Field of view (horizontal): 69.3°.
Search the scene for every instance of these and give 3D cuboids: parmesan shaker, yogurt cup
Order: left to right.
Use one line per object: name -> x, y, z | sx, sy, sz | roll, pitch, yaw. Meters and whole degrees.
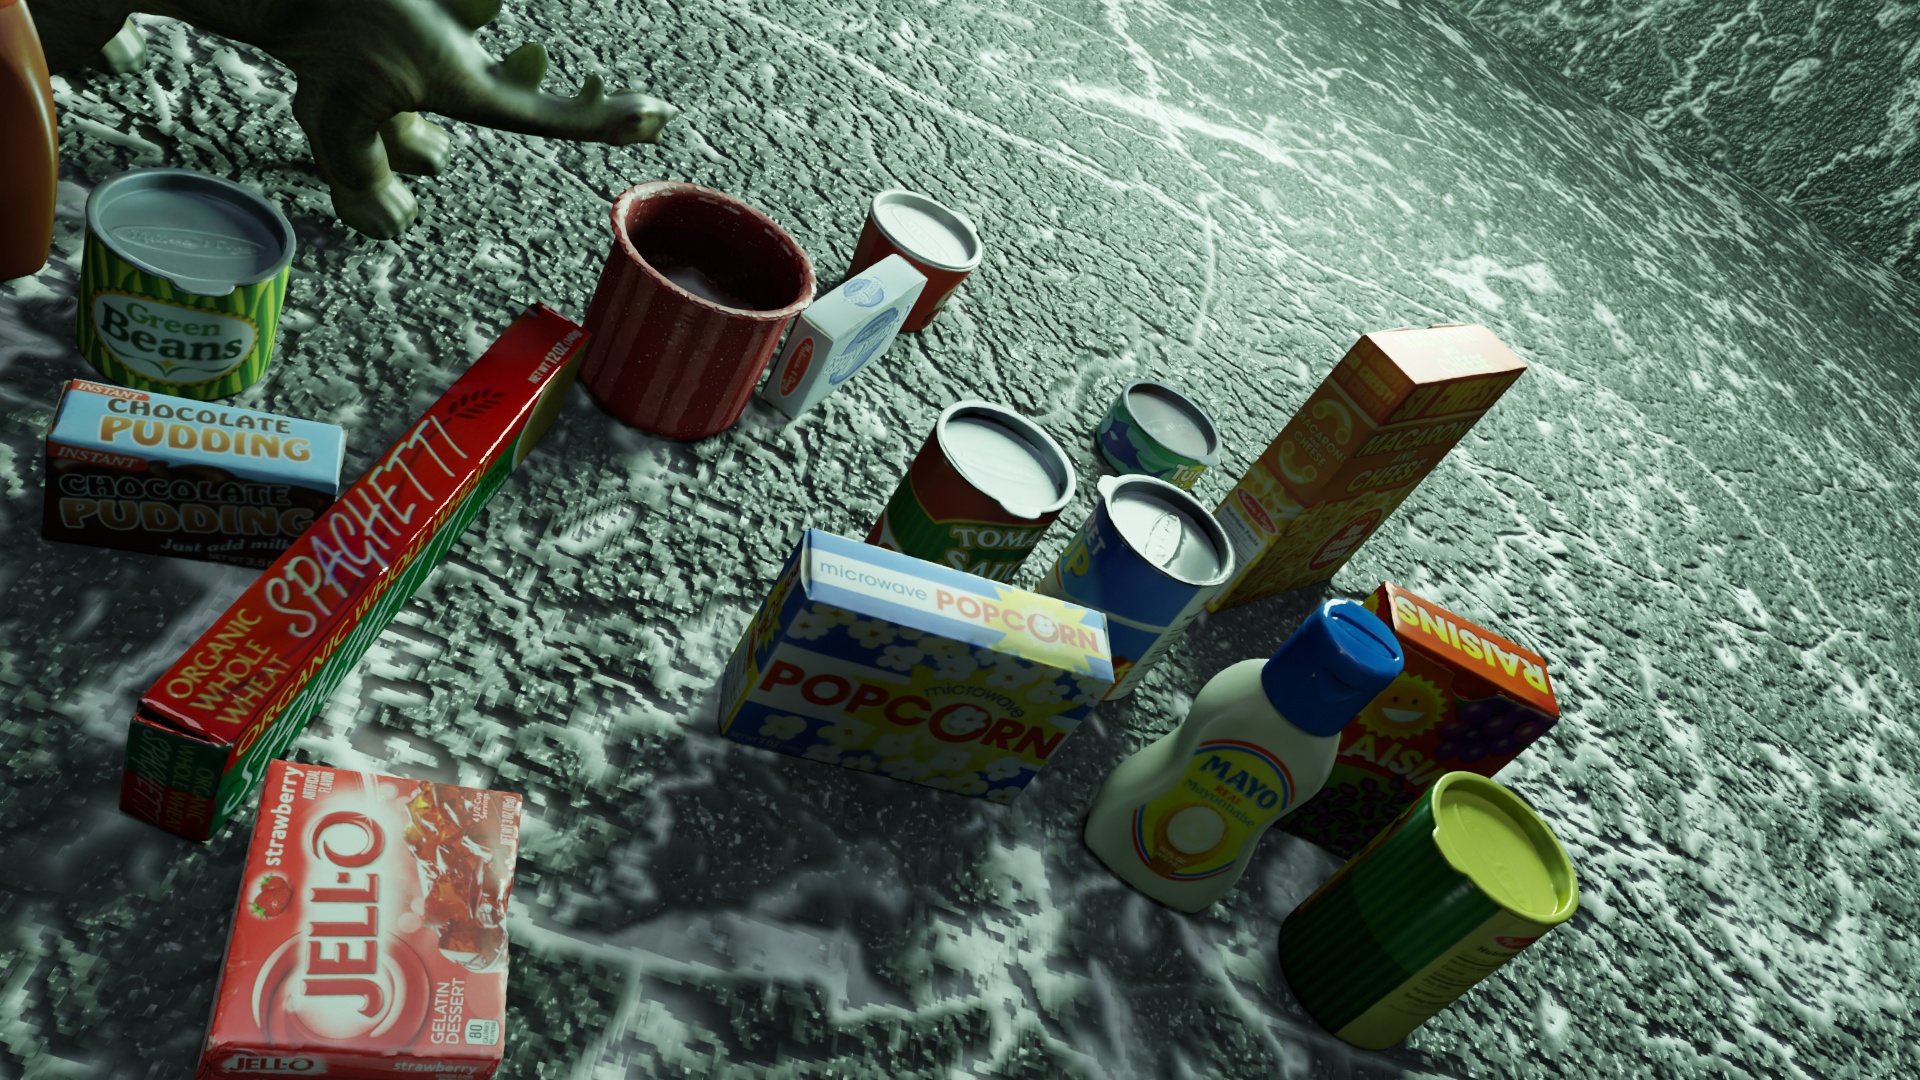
yogurt cup -> -0.029, -0.154, 0.776 | 0.072, 0.053, 0.073 | 21, 38, -17
parmesan shaker -> 0.180, 0.148, 0.550 | 0.071, 0.102, 0.072 | 21, 38, -17

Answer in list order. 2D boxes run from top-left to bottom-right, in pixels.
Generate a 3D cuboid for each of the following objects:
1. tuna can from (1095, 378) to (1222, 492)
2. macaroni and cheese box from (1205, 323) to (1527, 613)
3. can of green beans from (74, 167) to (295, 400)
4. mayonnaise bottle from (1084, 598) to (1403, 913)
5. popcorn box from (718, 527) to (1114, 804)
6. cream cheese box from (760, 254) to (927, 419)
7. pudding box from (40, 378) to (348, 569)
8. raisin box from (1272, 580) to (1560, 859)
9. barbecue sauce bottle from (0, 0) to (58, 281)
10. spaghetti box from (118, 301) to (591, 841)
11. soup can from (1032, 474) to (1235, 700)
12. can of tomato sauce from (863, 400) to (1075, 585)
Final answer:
tuna can -> 0.114, -0.057, 0.791 | 0.071, 0.032, 0.071 | 21, 38, -17
macaroni and cheese box -> 0.200, -0.038, 0.723 | 0.124, 0.165, 0.040 | -12, 56, -44
can of green beans -> -0.285, -0.094, 0.511 | 0.071, 0.057, 0.071 | 21, 38, -17
mayonnaise bottle -> 0.109, 0.082, 0.533 | 0.065, 0.147, 0.041 | 33, 36, -1
popcorn box -> -0.017, 0.051, 0.527 | 0.127, 0.084, 0.038 | 17, 39, -22
cream cheese box -> -0.058, -0.104, 0.698 | 0.024, 0.053, 0.104 | 37, 36, 4
pudding box -> -0.252, -0.020, 0.460 | 0.084, 0.049, 0.030 | 11, 42, -28
raisin box -> 0.184, 0.084, 0.608 | 0.086, 0.122, 0.040 | 26, 37, -10
barbecue sauce bottle -> -0.338, -0.155, 0.465 | 0.065, 0.147, 0.044 | -8, 53, -43
spaghetti box -> -0.197, -0.004, 0.483 | 0.029, 0.050, 0.251 | 28, 37, -8
soup can -> 0.072, 0.021, 0.629 | 0.071, 0.083, 0.072 | 21, 38, -17
can of tomato sauce -> 0.002, -0.008, 0.609 | 0.071, 0.082, 0.071 | 21, 38, -17
